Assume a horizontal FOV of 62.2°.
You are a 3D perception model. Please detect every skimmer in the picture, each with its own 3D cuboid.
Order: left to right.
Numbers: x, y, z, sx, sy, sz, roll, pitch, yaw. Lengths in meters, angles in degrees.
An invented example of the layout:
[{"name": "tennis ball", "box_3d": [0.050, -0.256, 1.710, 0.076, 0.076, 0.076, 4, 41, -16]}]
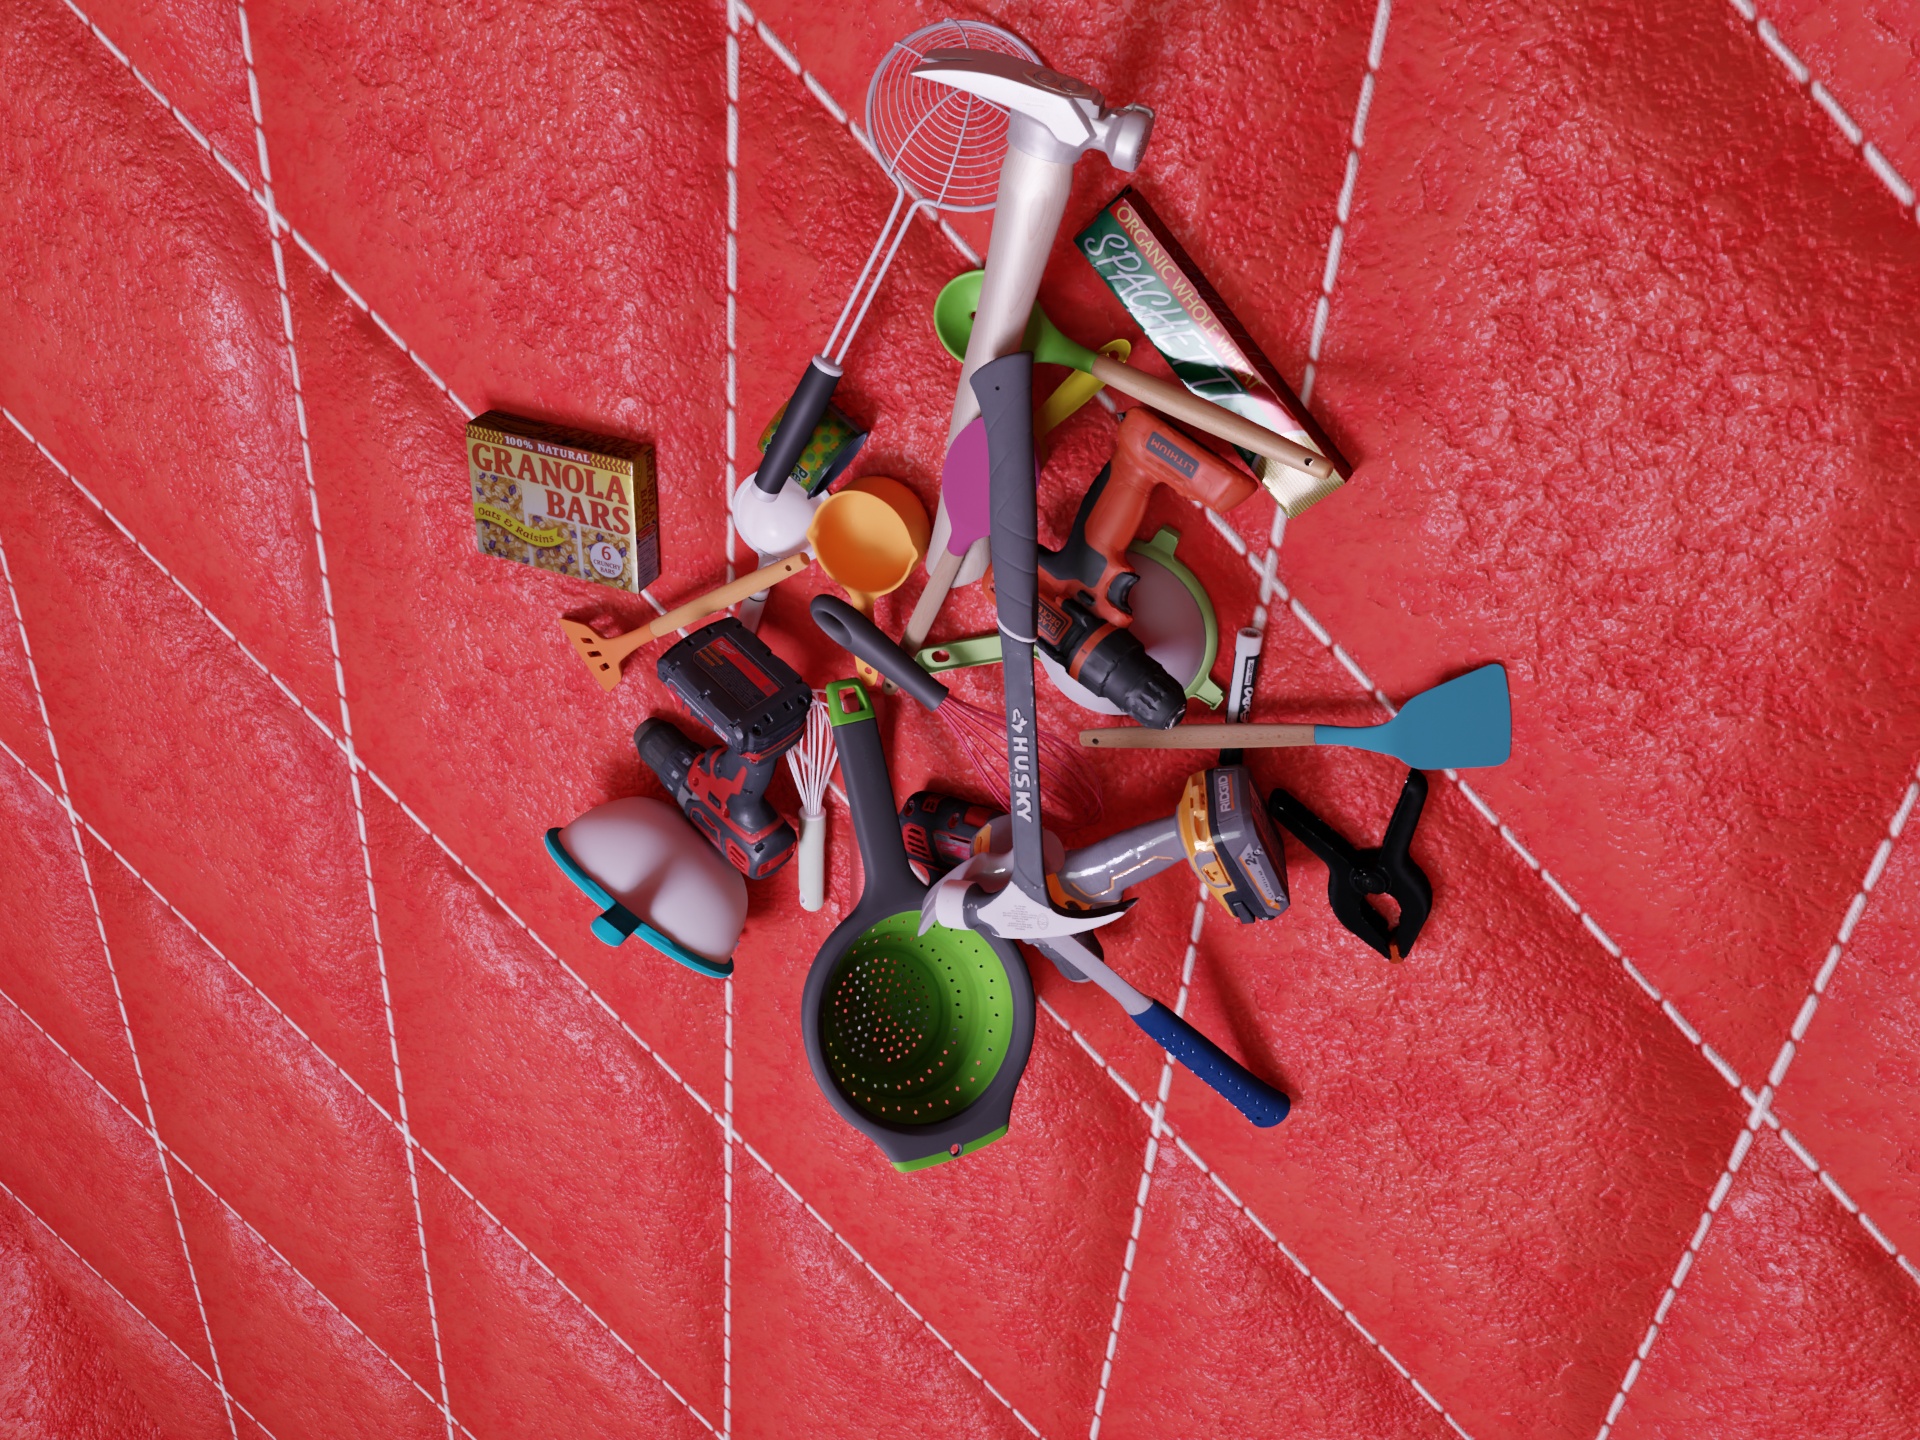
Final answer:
[{"name": "skimmer", "box_3d": [-0.058, -0.309, 1.118, 0.127, 0.090, 0.363, 31, 125, -4]}]

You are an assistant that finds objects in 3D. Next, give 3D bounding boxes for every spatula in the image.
[{"name": "spatula", "box_3d": [-0.238, -0.090, 1.349, 0.322, 0.041, 0.081, -19, 110, 38]}, {"name": "spatula", "box_3d": [0.243, 0.007, 1.189, 0.317, 0.044, 0.082, -1, 119, 24]}]

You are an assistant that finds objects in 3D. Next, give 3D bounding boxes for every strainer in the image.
[{"name": "strainer", "box_3d": [-0.261, 0.134, 1.383, 0.211, 0.340, 0.095, 39, 87, -3]}, {"name": "strainer", "box_3d": [-0.166, -0.113, 1.324, 0.087, 0.050, 0.258, 21, 130, -5]}, {"name": "strainer", "box_3d": [0.068, -0.053, 1.227, 0.256, 0.069, 0.151, -8, 114, 27]}]

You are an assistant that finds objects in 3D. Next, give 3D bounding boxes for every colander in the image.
[{"name": "colander", "box_3d": [-0.065, 0.163, 1.318, 0.094, 0.204, 0.397, -13, 90, 64]}]

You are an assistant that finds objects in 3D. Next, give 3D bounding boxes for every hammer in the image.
[{"name": "hammer", "box_3d": [-0.088, 0.144, 1.410, 0.036, 0.149, 0.359, -5, 111, -15]}, {"name": "hammer", "box_3d": [0.012, -0.249, 1.084, 0.146, 0.038, 0.410, 21, 140, 6]}, {"name": "hammer", "box_3d": [0.044, -0.043, 1.085, 0.149, 0.036, 0.408, 4, 106, 27]}, {"name": "hammer", "box_3d": [0.133, 0.225, 1.284, 0.144, 0.035, 0.405, -26, 127, 33]}]

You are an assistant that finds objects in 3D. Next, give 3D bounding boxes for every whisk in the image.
[{"name": "whisk", "box_3d": [-0.131, 0.075, 1.414, 0.058, 0.059, 0.246, -126, 32, -47]}, {"name": "whisk", "box_3d": [-0.002, -0.004, 1.267, 0.295, 0.073, 0.073, 39, 128, -13]}]

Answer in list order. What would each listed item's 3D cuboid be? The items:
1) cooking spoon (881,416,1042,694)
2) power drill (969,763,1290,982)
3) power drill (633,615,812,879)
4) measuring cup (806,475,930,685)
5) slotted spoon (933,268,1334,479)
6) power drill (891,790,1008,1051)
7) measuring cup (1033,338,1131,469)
[{"name": "cooking spoon", "box_3d": [-0.011, -0.114, 1.199, 0.069, 0.017, 0.318, 30, 140, 0]}, {"name": "power drill", "box_3d": [0.142, 0.132, 1.262, 0.226, 0.084, 0.185, -15, 132, 19]}, {"name": "power drill", "box_3d": [-0.212, 0.016, 1.361, 0.188, 0.080, 0.226, 41, 146, 20]}, {"name": "measuring cup", "box_3d": [-0.067, -0.112, 1.269, 0.095, 0.052, 0.173, 12, 125, 19]}, {"name": "slotted spoon", "box_3d": [0.114, -0.231, 1.085, 0.314, 0.031, 0.070, 30, 104, 25]}, {"name": "power drill", "box_3d": [0.011, 0.173, 1.384, 0.143, 0.078, 0.219, 14, 120, 18]}, {"name": "measuring cup", "box_3d": [0.070, -0.226, 1.154, 0.062, 0.029, 0.156, 47, 124, -6]}]
